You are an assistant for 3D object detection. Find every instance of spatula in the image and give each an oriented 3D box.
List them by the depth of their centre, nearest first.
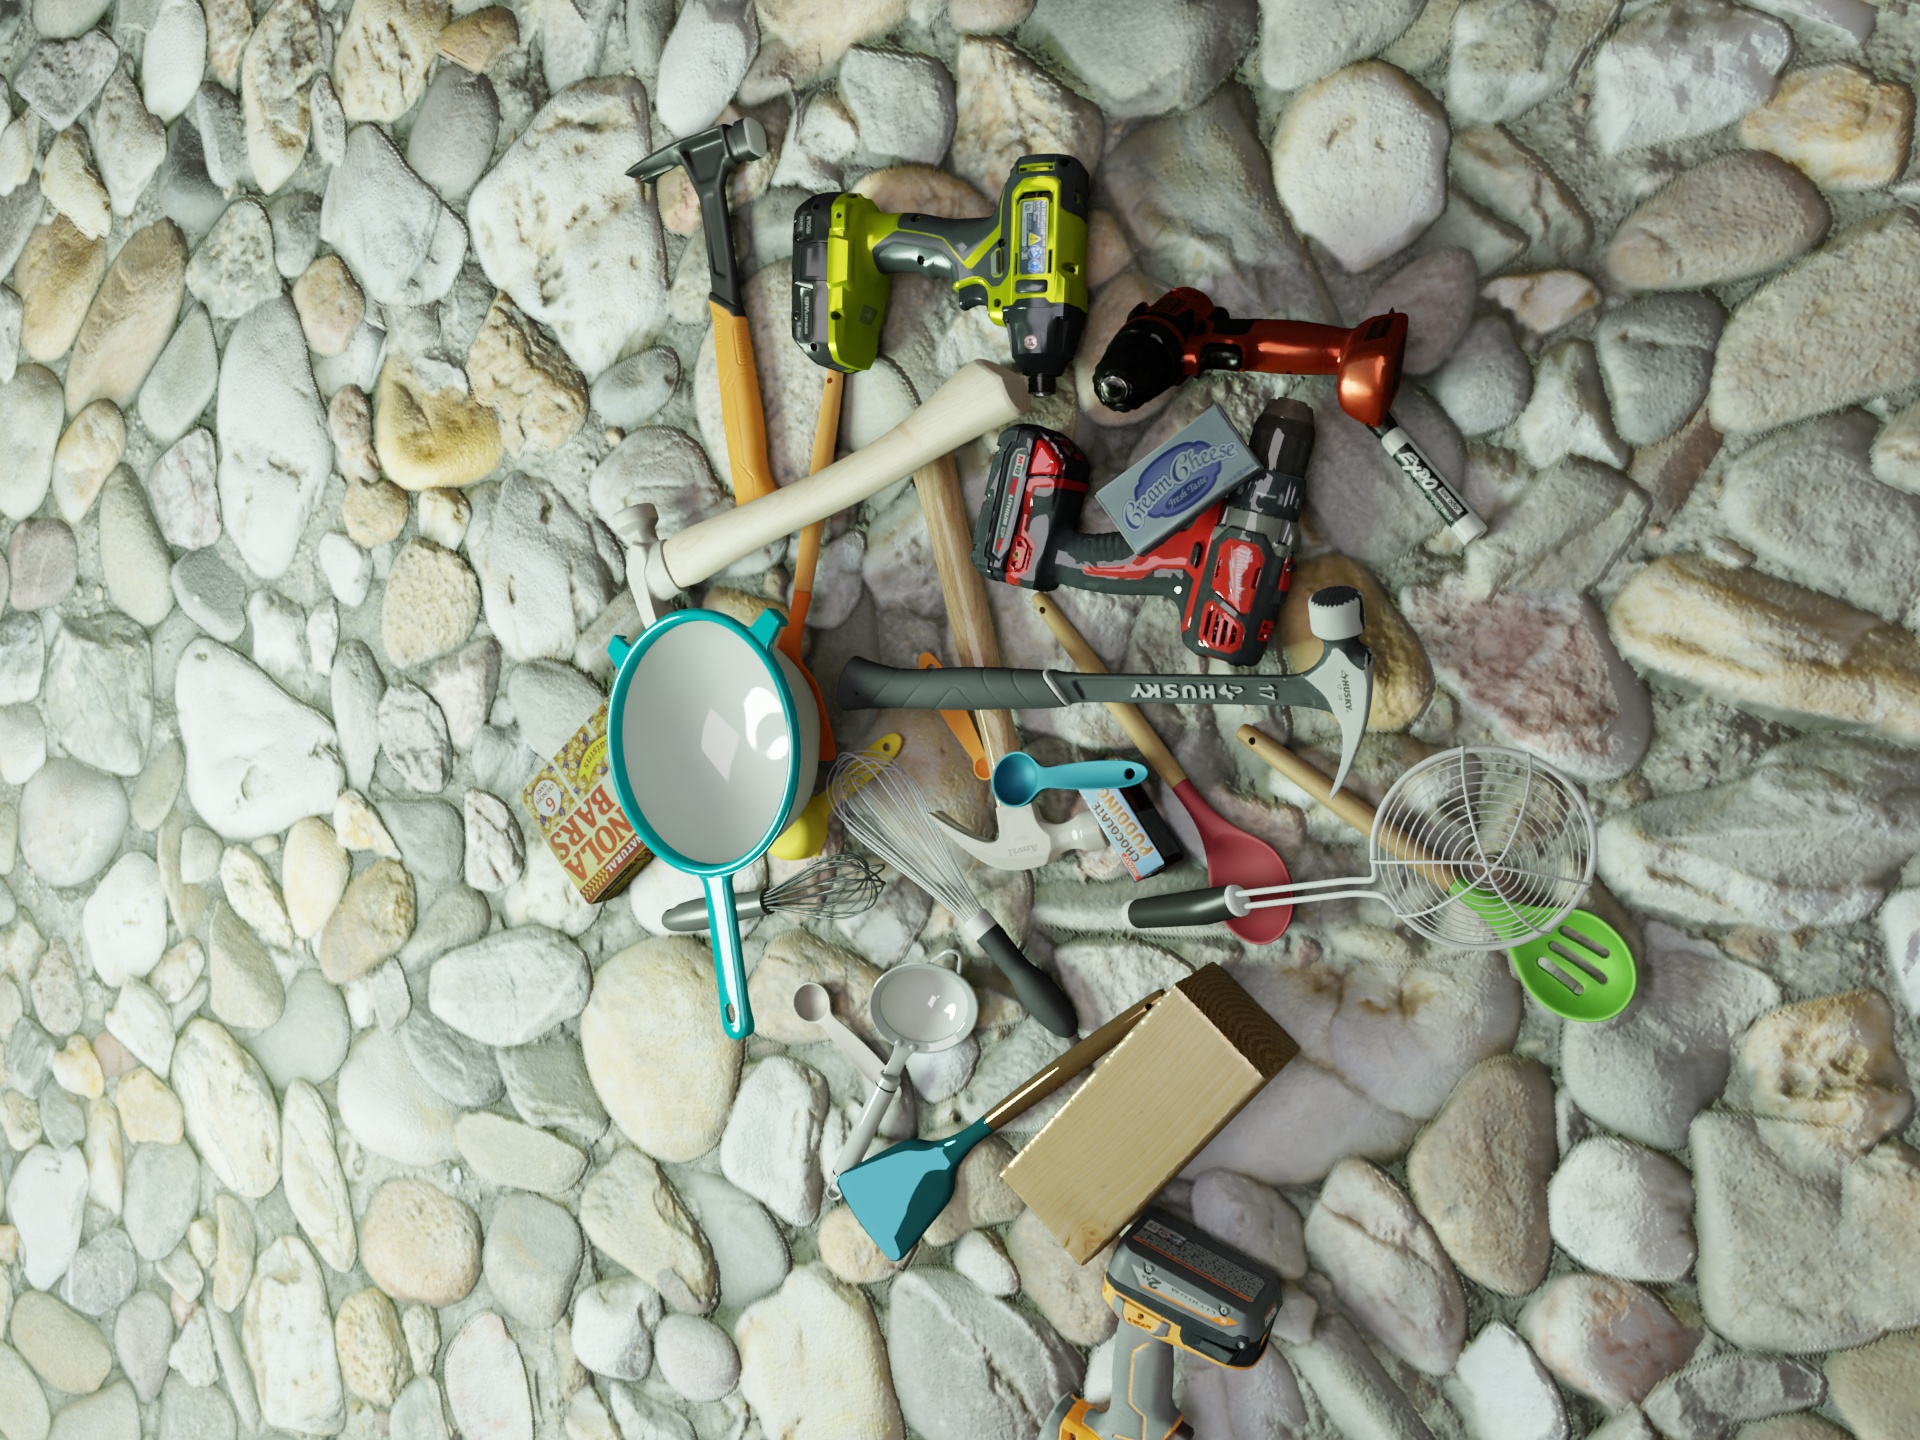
[{"bbox_3d":[0.039,0.303,1.232,0.317,0.044,0.082,-42,79,22],"label":"spatula"},{"bbox_3d":[-0.121,-0.129,1.305,0.081,0.041,0.322,11,93,28],"label":"spatula"}]

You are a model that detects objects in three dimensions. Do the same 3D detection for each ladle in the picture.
[{"bbox_3d":[0.145,0.027,1.172,0.069,0.031,0.316,-46,70,33],"label":"ladle"}]

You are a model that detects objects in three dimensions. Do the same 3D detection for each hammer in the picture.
[{"bbox_3d":[0.090,-0.020,1.139,0.409,0.036,0.149,1,120,27],"label":"hammer"},{"bbox_3d":[0.013,-0.047,1.227,0.130,0.031,0.331,-16,83,17],"label":"hammer"},{"bbox_3d":[-0.113,-0.164,1.239,0.410,0.038,0.146,-20,88,36],"label":"hammer"},{"bbox_3d":[-0.198,-0.320,1.327,0.127,0.034,0.337,-10,88,27],"label":"hammer"}]

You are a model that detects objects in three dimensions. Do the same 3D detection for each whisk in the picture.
[{"bbox_3d":[-0.005,0.134,1.237,0.070,0.070,0.285,-45,79,22],"label":"whisk"},{"bbox_3d":[-0.160,0.149,1.329,0.239,0.055,0.055,-14,86,32],"label":"whisk"}]

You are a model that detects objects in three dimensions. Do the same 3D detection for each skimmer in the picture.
[{"bbox_3d":[0.243,0.101,1.054,0.363,0.090,0.127,-20,99,57],"label":"skimmer"}]

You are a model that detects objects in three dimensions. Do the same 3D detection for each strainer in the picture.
[{"bbox_3d":[-0.056,0.281,1.276,0.087,0.050,0.258,23,106,-7],"label":"strainer"},{"bbox_3d":[-0.173,0.079,1.279,0.211,0.095,0.340,-6,91,37],"label":"strainer"}]

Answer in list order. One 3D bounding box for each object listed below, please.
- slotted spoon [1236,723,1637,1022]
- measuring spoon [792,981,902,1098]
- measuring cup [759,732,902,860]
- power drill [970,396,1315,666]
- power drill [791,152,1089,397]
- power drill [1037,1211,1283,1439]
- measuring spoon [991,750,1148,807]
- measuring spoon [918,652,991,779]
[{"bbox_3d":[0.317,0.094,1.087,0.314,0.031,0.070,37,108,23],"label":"slotted spoon"},{"bbox_3d":[-0.090,0.265,1.316,0.124,0.018,0.034,45,104,11],"label":"measuring spoon"},{"bbox_3d":[-0.107,0.060,1.301,0.156,0.029,0.062,-41,75,25],"label":"measuring cup"},{"bbox_3d":[0.136,-0.155,1.141,0.227,0.080,0.188,18,101,22],"label":"power drill"},{"bbox_3d":[-0.013,-0.330,1.209,0.223,0.080,0.171,3,94,24],"label":"power drill"},{"bbox_3d":[0.164,0.500,1.160,0.185,0.084,0.226,23,107,24],"label":"power drill"},{"bbox_3d":[0.082,0.042,1.161,0.129,0.021,0.042,-4,79,32],"label":"measuring spoon"},{"bbox_3d":[-0.002,-0.004,1.257,0.021,0.011,0.117,-33,74,14],"label":"measuring spoon"}]
